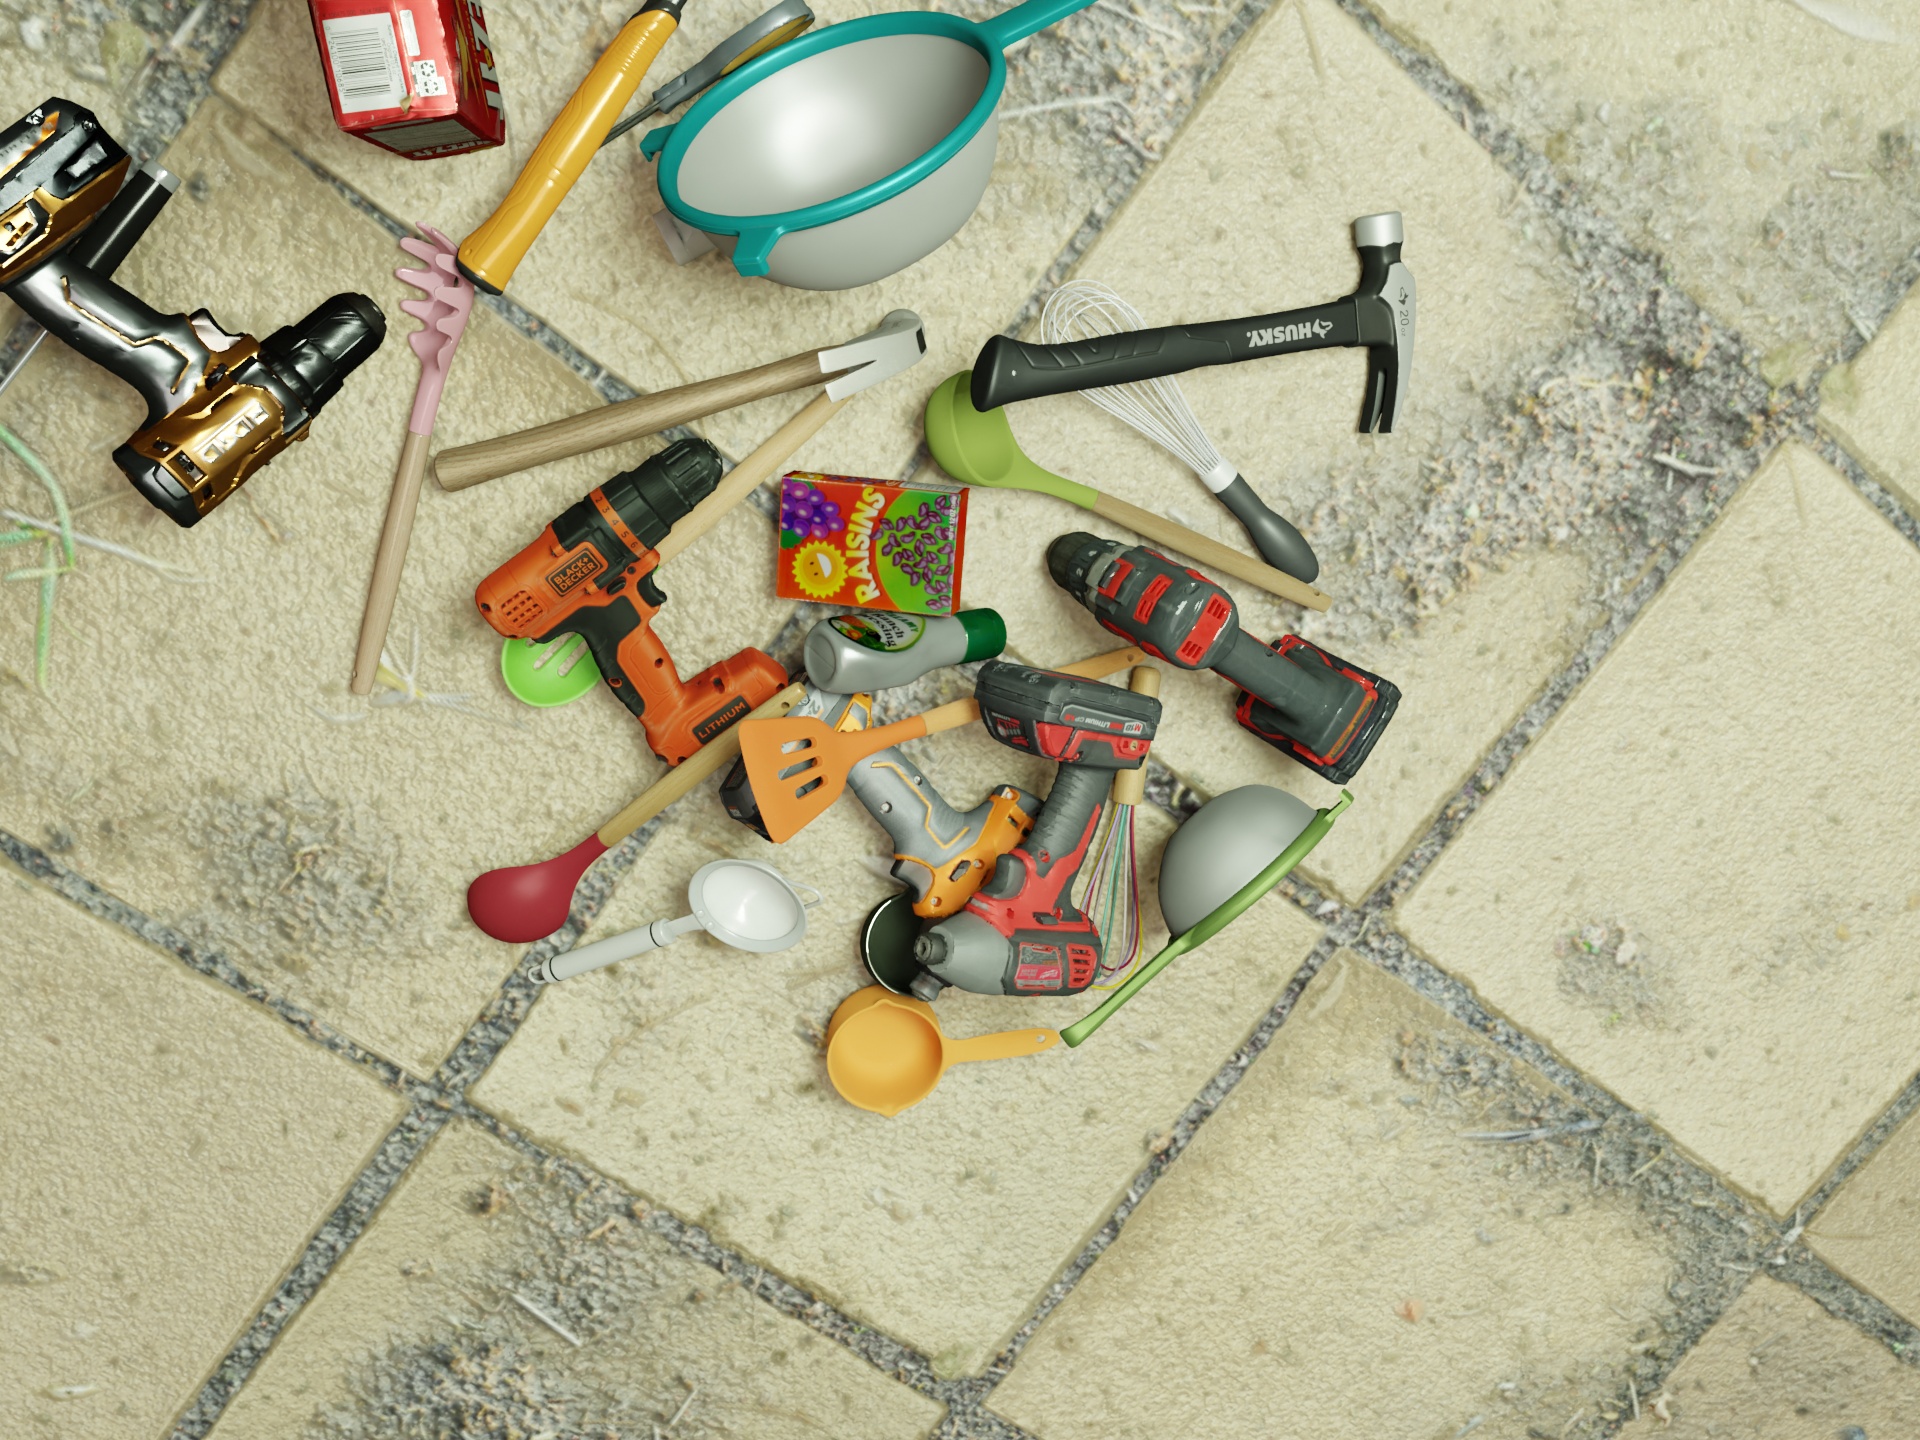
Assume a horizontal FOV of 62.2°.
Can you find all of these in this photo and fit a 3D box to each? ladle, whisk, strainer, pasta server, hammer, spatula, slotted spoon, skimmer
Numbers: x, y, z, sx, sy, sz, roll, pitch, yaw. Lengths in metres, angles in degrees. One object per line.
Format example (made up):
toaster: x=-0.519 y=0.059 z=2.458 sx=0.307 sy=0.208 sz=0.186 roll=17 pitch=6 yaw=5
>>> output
ladle: x=0.121 y=-0.148 z=1.091 sx=0.320 sy=0.078 sz=0.062 roll=23 pitch=145 yaw=-11
whisk: x=0.122 y=0.081 z=1.172 sx=0.047 sy=0.051 sz=0.245 roll=12 pitch=100 yaw=25
strainer: x=-0.009 y=-0.350 z=0.943 sx=0.340 sy=0.211 sz=0.095 roll=-30 pitch=137 yaw=-6
whisk: x=0.157 y=-0.193 z=1.097 sx=0.070 sy=0.070 sz=0.284 roll=-44 pitch=111 yaw=6
pasta server: x=-0.369 y=-0.165 z=1.046 sx=0.040 sy=0.060 sz=0.316 roll=3 pitch=112 yaw=-45
strainer: x=0.147 y=0.122 z=1.098 sx=0.256 sy=0.151 sz=0.069 roll=-37 pitch=83 yaw=-24
hammer: x=-0.196 y=-0.399 z=0.961 sx=0.337 sy=0.127 sz=0.034 roll=-52 pitch=141 yaw=8
spatula: x=-0.002 y=-0.003 z=1.071 sx=0.322 sy=0.041 sz=0.081 roll=-18 pitch=94 yaw=-27
strainer: x=-0.203 y=0.145 z=1.121 sx=0.258 sy=0.050 sz=0.086 roll=-20 pitch=118 yaw=20
slotted spoon: x=-0.189 y=-0.126 z=1.085 sx=0.314 sy=0.031 sz=0.070 roll=-41 pitch=114 yaw=3
hammer: x=0.159 y=-0.239 z=1.039 sx=0.334 sy=0.035 sz=0.146 roll=-14 pitch=105 yaw=-23
skimmer: x=-0.580 y=-0.181 z=0.999 sx=0.090 sy=0.127 sz=0.363 roll=37 pitch=86 yaw=-37
hammer: x=-0.183 y=-0.203 z=1.030 sx=0.331 sy=0.130 sz=0.031 roll=-15 pitch=110 yaw=6
ladle: x=-0.224 y=0.067 z=1.089 sx=0.315 sy=0.031 sz=0.069 roll=-36 pitch=117 yaw=18

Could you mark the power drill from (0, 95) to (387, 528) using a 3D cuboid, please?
power drill: x=-0.477 y=-0.256 z=0.954 sx=0.185 sy=0.084 sz=0.226 roll=-47 pitch=121 yaw=-18

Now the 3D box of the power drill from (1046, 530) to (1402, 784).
power drill: x=0.171 y=-0.054 z=1.091 sx=0.226 sy=0.188 sz=0.080 roll=28 pitch=96 yaw=-32

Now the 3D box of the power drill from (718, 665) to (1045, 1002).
power drill: x=-0.051 y=0.082 z=1.110 sx=0.226 sy=0.084 sz=0.164 roll=35 pitch=76 yaw=-15

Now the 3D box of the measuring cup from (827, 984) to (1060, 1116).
measuring cup: x=-0.015 y=0.237 z=1.192 sx=0.173 sy=0.052 sz=0.095 roll=-5 pitch=106 yaw=-8

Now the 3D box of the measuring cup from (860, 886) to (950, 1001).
measuring cup: x=0.005 y=0.159 z=1.182 sx=0.167 sy=0.038 sz=0.083 roll=-7 pitch=86 yaw=-21

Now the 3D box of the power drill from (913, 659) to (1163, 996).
power drill: x=0.047 y=0.078 z=1.060 sx=0.143 sy=0.079 sz=0.219 roll=9 pitch=97 yaw=-39
